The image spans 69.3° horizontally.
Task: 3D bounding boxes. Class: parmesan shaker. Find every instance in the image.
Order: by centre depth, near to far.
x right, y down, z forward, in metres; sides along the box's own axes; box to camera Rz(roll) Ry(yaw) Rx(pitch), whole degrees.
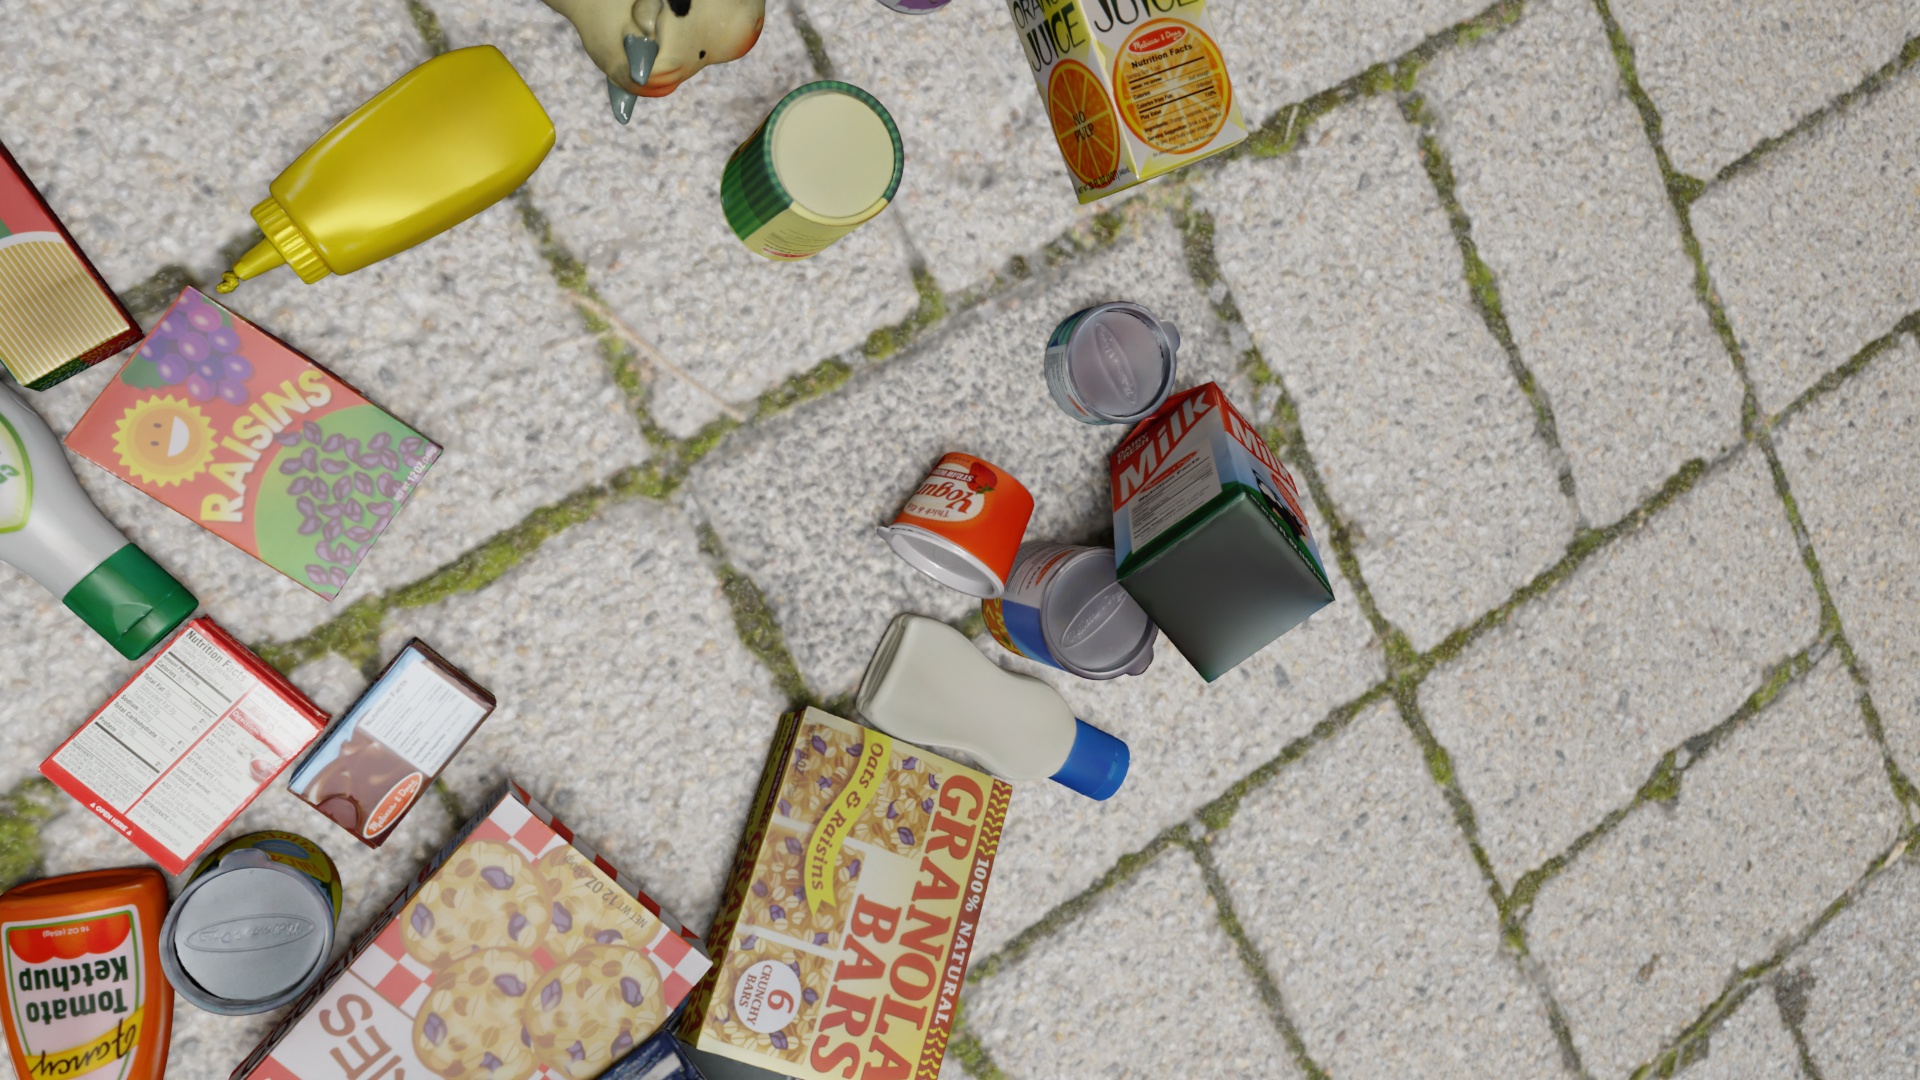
[{"bbox_3d":[-0.070,-0.174,0.661,0.071,0.103,0.071,-1,92,-20],"label":"parmesan shaker"}]

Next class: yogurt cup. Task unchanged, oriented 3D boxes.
[{"bbox_3d":[0.003,-0.009,0.715,0.072,0.072,0.054,34,73,-18],"label":"yogurt cup"}]

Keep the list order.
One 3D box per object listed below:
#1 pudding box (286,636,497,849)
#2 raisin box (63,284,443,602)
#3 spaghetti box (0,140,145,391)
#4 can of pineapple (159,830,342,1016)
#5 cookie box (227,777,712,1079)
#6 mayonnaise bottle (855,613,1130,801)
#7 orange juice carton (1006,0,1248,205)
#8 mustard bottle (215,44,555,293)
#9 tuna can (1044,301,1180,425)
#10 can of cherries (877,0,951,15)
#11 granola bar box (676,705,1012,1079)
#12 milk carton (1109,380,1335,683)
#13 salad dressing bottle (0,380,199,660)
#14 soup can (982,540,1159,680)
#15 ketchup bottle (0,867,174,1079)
[{"bbox_3d":[-0.260,0.092,0.638,0.049,0.030,0.084,41,78,-18],"label":"pudding box"},{"bbox_3d":[-0.306,-0.042,0.612,0.123,0.040,0.086,36,81,-19],"label":"raisin box"},{"bbox_3d":[-0.436,-0.179,0.565,0.050,0.028,0.249,-36,103,-16],"label":"spaghetti box"},{"bbox_3d":[-0.307,0.164,0.608,0.071,0.058,0.071,-1,92,-21],"label":"can of pineapple"},{"bbox_3d":[-0.213,0.211,0.612,0.123,0.040,0.168,45,77,-14],"label":"cookie box"},{"bbox_3d":[0.021,0.095,0.737,0.148,0.041,0.065,28,81,-20],"label":"mayonnaise bottle"},{"bbox_3d":[0.074,-0.284,0.727,0.073,0.072,0.192,-24,100,-18],"label":"orange juice carton"},{"bbox_3d":[-0.261,-0.158,0.620,0.161,0.049,0.065,-38,103,-15],"label":"mustard bottle"},{"bbox_3d":[0.083,-0.097,0.757,0.071,0.033,0.071,-1,92,-20],"label":"tuna can"},{"bbox_3d":[-0.015,-0.309,0.700,0.071,0.058,0.071,-1,93,-20],"label":"can of cherries"},{"bbox_3d":[-0.054,0.182,0.690,0.124,0.039,0.166,24,68,-20],"label":"granola bar box"},{"bbox_3d":[0.126,-0.018,0.708,0.073,0.191,0.072,-37,108,19],"label":"milk carton"},{"bbox_3d":[-0.389,-0.013,0.579,0.064,0.044,0.147,-45,106,-7],"label":"salad dressing bottle"},{"bbox_3d":[0.057,0.037,0.725,0.071,0.084,0.071,-1,93,-20],"label":"soup can"},{"bbox_3d":[-0.371,0.219,0.595,0.065,0.043,0.148,-4,94,-18],"label":"ketchup bottle"}]
